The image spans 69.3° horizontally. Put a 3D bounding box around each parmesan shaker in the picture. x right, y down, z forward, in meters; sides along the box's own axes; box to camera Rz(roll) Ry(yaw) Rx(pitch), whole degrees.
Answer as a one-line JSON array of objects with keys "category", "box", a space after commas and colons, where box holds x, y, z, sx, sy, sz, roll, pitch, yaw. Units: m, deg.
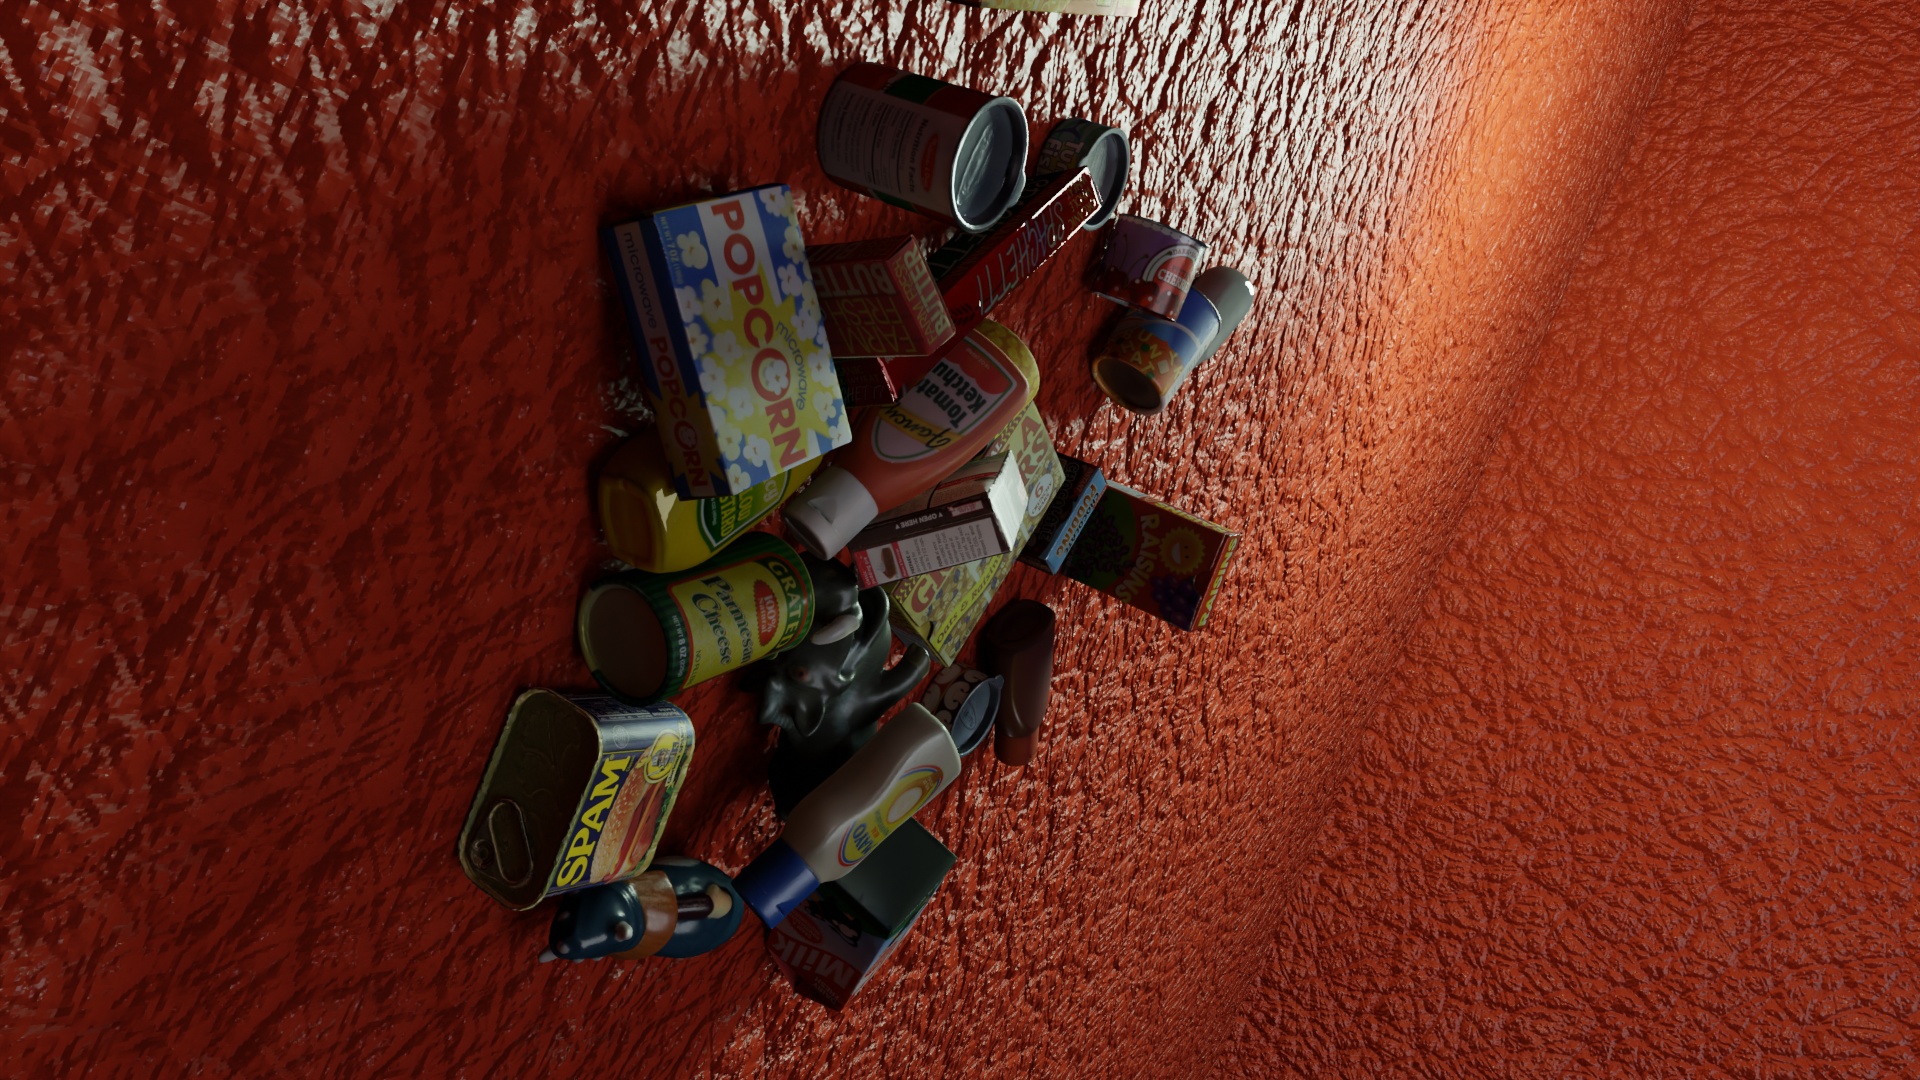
[{"category": "parmesan shaker", "box": [-0.131, 0.041, 0.699, 0.103, 0.071, 0.071, -21, 130, -54]}]

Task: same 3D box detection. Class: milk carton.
[{"category": "milk carton", "box": [-0.074, 0.252, 0.935, 0.073, 0.073, 0.189, -42, 165, -37]}]

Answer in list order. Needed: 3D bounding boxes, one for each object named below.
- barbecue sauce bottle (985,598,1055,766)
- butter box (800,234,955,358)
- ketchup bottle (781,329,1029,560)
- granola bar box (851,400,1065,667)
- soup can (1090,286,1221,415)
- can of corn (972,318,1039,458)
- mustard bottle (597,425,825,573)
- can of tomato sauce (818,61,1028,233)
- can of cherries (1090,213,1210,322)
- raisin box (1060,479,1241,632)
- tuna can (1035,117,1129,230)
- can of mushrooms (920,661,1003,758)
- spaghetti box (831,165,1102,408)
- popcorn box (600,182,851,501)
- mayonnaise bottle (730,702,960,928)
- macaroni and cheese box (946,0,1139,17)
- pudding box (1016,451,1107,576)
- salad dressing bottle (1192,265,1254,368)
[{"category": "barbecue sauce bottle", "box": [0.046, 0.119, 1.109, 0.065, 0.044, 0.147, -41, 145, -38]}, {"category": "butter box", "box": [-0.053, -0.114, 0.661, 0.024, 0.103, 0.053, -46, 125, -33]}, {"category": "ketchup bottle", "box": [-0.032, -0.051, 0.751, 0.149, 0.065, 0.043, -45, 172, -20]}, {"category": "granola bar box", "box": [0.003, -0.012, 0.929, 0.166, 0.039, 0.123, -58, 152, -15]}, {"category": "soup can", "box": [0.144, -0.147, 1.046, 0.084, 0.071, 0.071, -53, 151, -21]}, {"category": "can of corn", "box": [0.008, -0.092, 0.836, 0.058, 0.071, 0.070, -48, 148, -32]}, {"category": "mustard bottle", "box": [-0.108, -0.042, 0.693, 0.161, 0.049, 0.065, -38, 139, -44]}, {"category": "can of tomato sauce", "box": [-0.018, -0.197, 0.692, 0.071, 0.083, 0.070, -42, 145, -39]}, {"category": "can of cherries", "box": [0.134, -0.192, 0.981, 0.071, 0.071, 0.058, 8, 106, -62]}, {"category": "raisin box", "box": [0.153, 0.011, 1.122, 0.040, 0.123, 0.086, -3, 115, -61]}, {"category": "tuna can", "box": [0.077, -0.234, 0.885, 0.071, 0.033, 0.070, -41, 144, -39]}, {"category": "can of mushrooms", "box": [0.000, 0.125, 1.041, 0.071, 0.033, 0.070, -40, 143, -39]}, {"category": "spaghetti box", "box": [0.004, -0.146, 0.772, 0.251, 0.050, 0.028, -49, 127, -42]}, {"category": "popcorn box", "box": [-0.102, -0.091, 0.626, 0.085, 0.038, 0.126, -31, 113, -49]}, {"category": "mayonnaise bottle", "box": [-0.066, 0.162, 0.812, 0.148, 0.041, 0.064, -41, 145, -19]}, {"category": "macaroni and cheese box", "box": [0.052, -0.348, 0.741, 0.167, 0.040, 0.123, -25, 132, -52]}, {"category": "pudding box", "box": [0.067, -0.021, 1.023, 0.084, 0.050, 0.030, -58, 151, -14]}, {"category": "salad dressing bottle", "box": [0.183, -0.163, 1.125, 0.148, 0.044, 0.064, -49, 150, -28]}]
